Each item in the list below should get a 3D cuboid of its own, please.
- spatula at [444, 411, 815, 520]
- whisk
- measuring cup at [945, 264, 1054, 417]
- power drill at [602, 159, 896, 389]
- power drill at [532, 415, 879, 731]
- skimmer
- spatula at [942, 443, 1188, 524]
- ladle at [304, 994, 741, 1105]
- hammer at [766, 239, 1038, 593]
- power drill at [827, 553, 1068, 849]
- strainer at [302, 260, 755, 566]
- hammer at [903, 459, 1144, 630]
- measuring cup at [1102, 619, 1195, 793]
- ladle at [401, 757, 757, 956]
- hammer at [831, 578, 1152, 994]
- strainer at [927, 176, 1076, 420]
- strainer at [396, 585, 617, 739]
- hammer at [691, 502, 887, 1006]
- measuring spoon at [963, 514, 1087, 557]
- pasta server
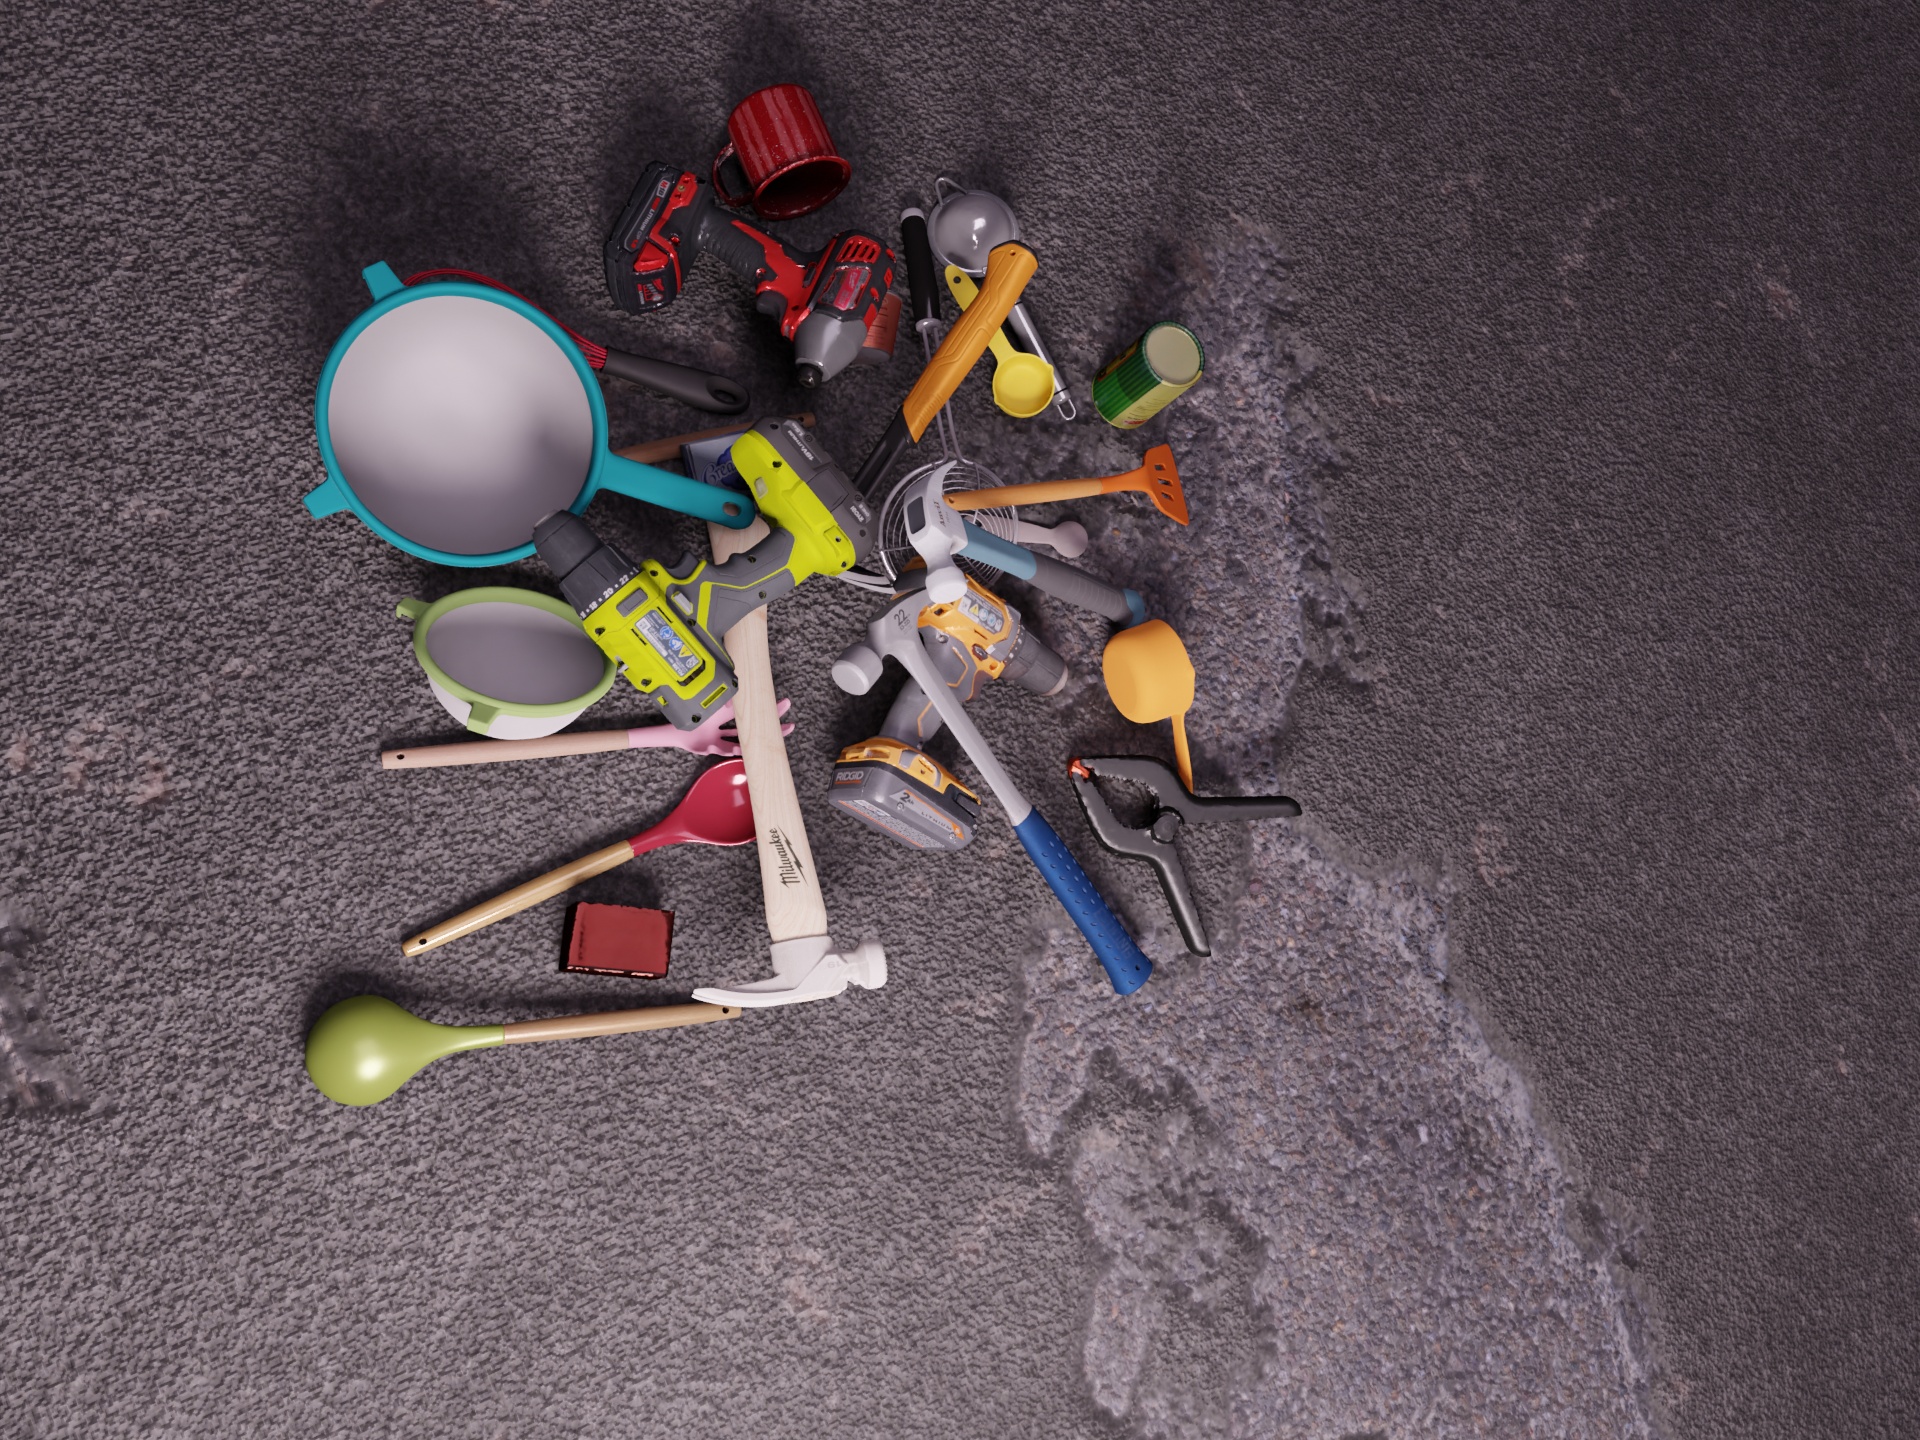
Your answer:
[{"bbox_3d":[-0.268,-0.223,1.323,0.316,0.018,0.060,-16,84,-23],"label":"spatula"},{"bbox_3d":[-0.311,-0.301,1.304,0.295,0.073,0.073,12,74,-26],"label":"whisk"},{"bbox_3d":[0.031,-0.348,1.458,0.062,0.029,0.156,-32,90,-1],"label":"measuring cup"},{"bbox_3d":[-0.176,-0.365,1.323,0.219,0.078,0.143,20,71,2],"label":"power drill"},{"bbox_3d":[-0.194,-0.130,1.224,0.228,0.080,0.190,-44,101,-21],"label":"power drill"},{"bbox_3d":[-0.027,-0.286,1.428,0.127,0.090,0.364,-3,70,-15],"label":"skimmer"},{"bbox_3d":[0.098,-0.203,1.411,0.322,0.041,0.081,-12,86,-37],"label":"spatula"},{"bbox_3d":[-0.321,0.234,1.199,0.320,0.062,0.078,-1,77,-29],"label":"ladle"},{"bbox_3d":[-0.026,-0.267,1.353,0.127,0.034,0.337,29,80,22],"label":"hammer"},{"bbox_3d":[-0.002,-0.004,1.343,0.185,0.084,0.226,32,67,-34],"label":"power drill"},{"bbox_3d":[-0.330,-0.206,1.246,0.340,0.095,0.211,15,84,-28],"label":"strainer"},{"bbox_3d":[0.063,-0.126,1.334,0.330,0.033,0.128,15,52,-53],"label":"hammer"},{"bbox_3d":[0.172,-0.001,1.429,0.052,0.095,0.173,-16,104,-19],"label":"measuring cup"},{"bbox_3d":[-0.281,0.112,1.242,0.315,0.031,0.069,-24,82,-23],"label":"ladle"},{"bbox_3d":[0.049,0.065,1.304,0.405,0.035,0.144,56,51,-23],"label":"hammer"},{"bbox_3d":[0.045,-0.395,1.475,0.087,0.050,0.258,-29,94,-9],"label":"strainer"},{"bbox_3d":[-0.304,-0.040,1.250,0.256,0.069,0.152,-10,47,-41],"label":"strainer"},{"bbox_3d":[-0.165,0.019,1.255,0.146,0.038,0.411,-6,72,-16],"label":"hammer"},{"bbox_3d":[0.061,-0.173,1.444,0.124,0.018,0.034,7,77,-20],"label":"measuring spoon"},{"bbox_3d":[-0.289,0.014,1.254,0.316,0.040,0.060,-5,72,-22],"label":"pasta server"}]
